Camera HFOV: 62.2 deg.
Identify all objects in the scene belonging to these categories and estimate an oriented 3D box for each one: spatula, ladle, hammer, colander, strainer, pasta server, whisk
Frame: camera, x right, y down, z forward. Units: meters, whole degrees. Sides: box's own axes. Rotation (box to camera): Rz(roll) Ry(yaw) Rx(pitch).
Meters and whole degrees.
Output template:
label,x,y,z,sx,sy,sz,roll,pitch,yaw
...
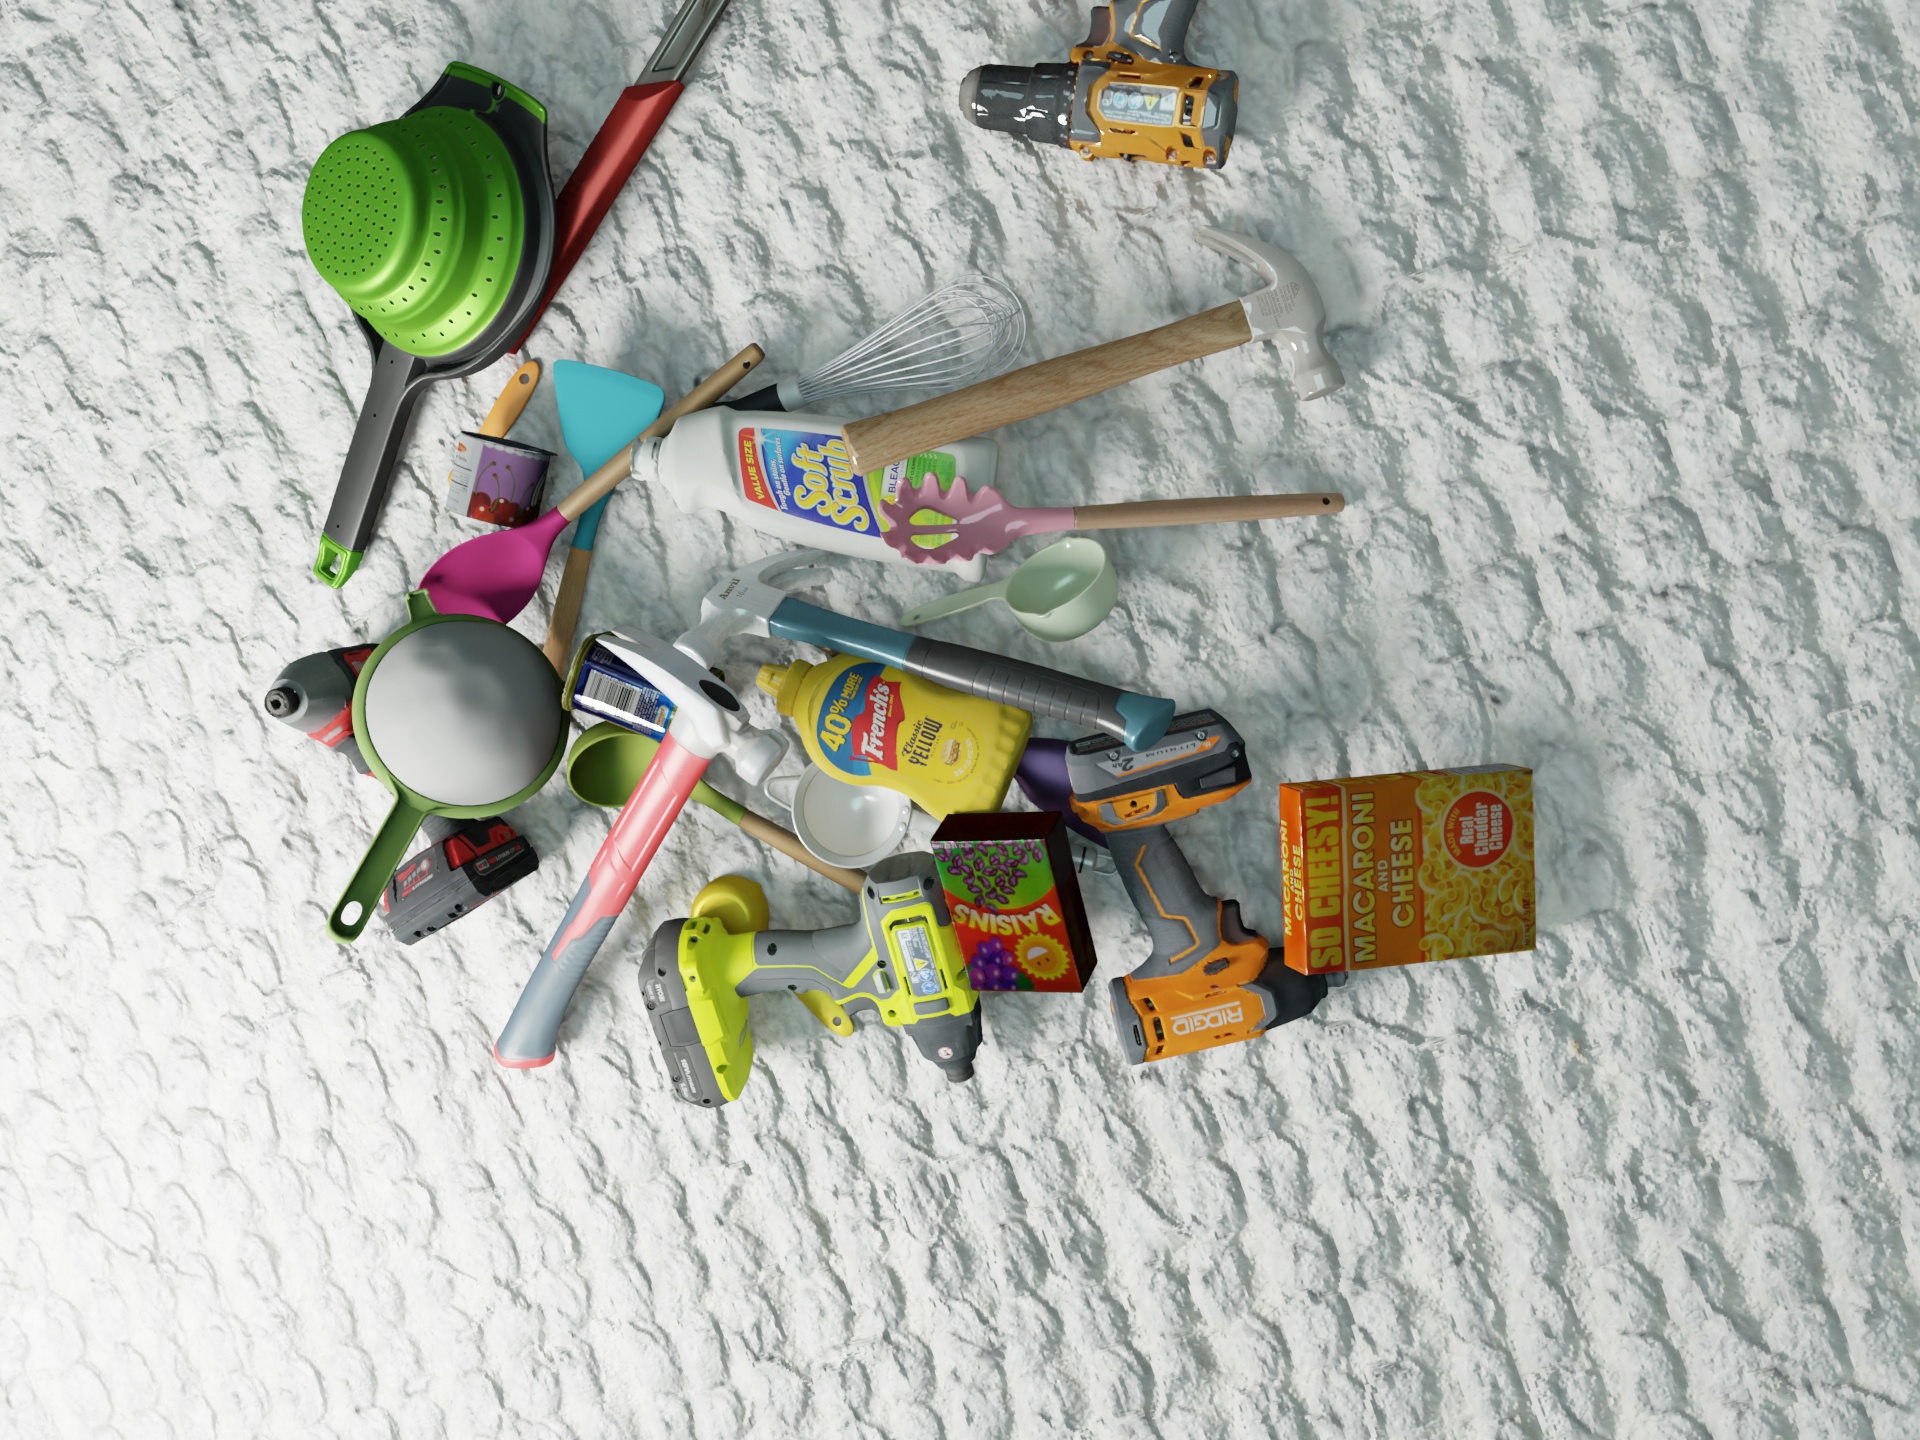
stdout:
label,x,y,z,sx,sy,sz,roll,pitch,yaw
spatula,-0.290,-0.102,1.174,0.082,0.044,0.317,15,100,-3
ladle,-0.140,0.091,1.159,0.320,0.062,0.078,28,127,4
hammer,0.081,-0.232,1.056,0.331,0.031,0.130,-18,88,-3
spatula,-0.002,-0.004,1.140,0.316,0.018,0.060,30,100,5
colander,-0.422,-0.276,1.137,0.205,0.094,0.397,32,108,23
hammer,-0.020,-0.040,1.066,0.331,0.128,0.033,17,139,16
strainer,-0.012,0.078,1.140,0.258,0.050,0.087,13,86,4
hammer,-0.263,0.110,1.130,0.143,0.038,0.386,38,120,5
pasta server,0.103,-0.137,1.053,0.316,0.040,0.060,-4,85,-6
strainer,-0.359,0.033,1.088,0.151,0.069,0.256,31,62,-18
whisk,-0.089,-0.241,1.117,0.284,0.070,0.070,-16,93,16
hammer,-0.230,-0.414,1.134,0.149,0.037,0.359,37,101,6

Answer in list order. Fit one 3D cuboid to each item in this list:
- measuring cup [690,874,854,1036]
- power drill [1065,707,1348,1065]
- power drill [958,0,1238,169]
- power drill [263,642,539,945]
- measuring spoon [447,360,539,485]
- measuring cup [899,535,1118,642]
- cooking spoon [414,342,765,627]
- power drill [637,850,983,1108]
label,x,y,z,sx,sy,sz,roll,pitch,yaw
measuring cup,-0.138,0.180,1.180,0.156,0.029,0.062,45,103,4
power drill,0.167,0.112,1.086,0.164,0.084,0.226,-13,98,3
power drill,0.101,-0.485,1.043,0.185,0.084,0.226,10,102,11
power drill,-0.416,0.045,1.164,0.078,0.143,0.219,-32,91,12
measuring spoon,-0.350,-0.220,1.189,0.021,0.011,0.117,38,101,5
measuring cup,0.034,-0.078,1.112,0.167,0.083,0.038,-13,130,30
cooking spoon,-0.264,-0.164,1.136,0.319,0.017,0.068,-37,120,10
power drill,-0.100,0.196,1.132,0.223,0.080,0.171,-12,108,9
